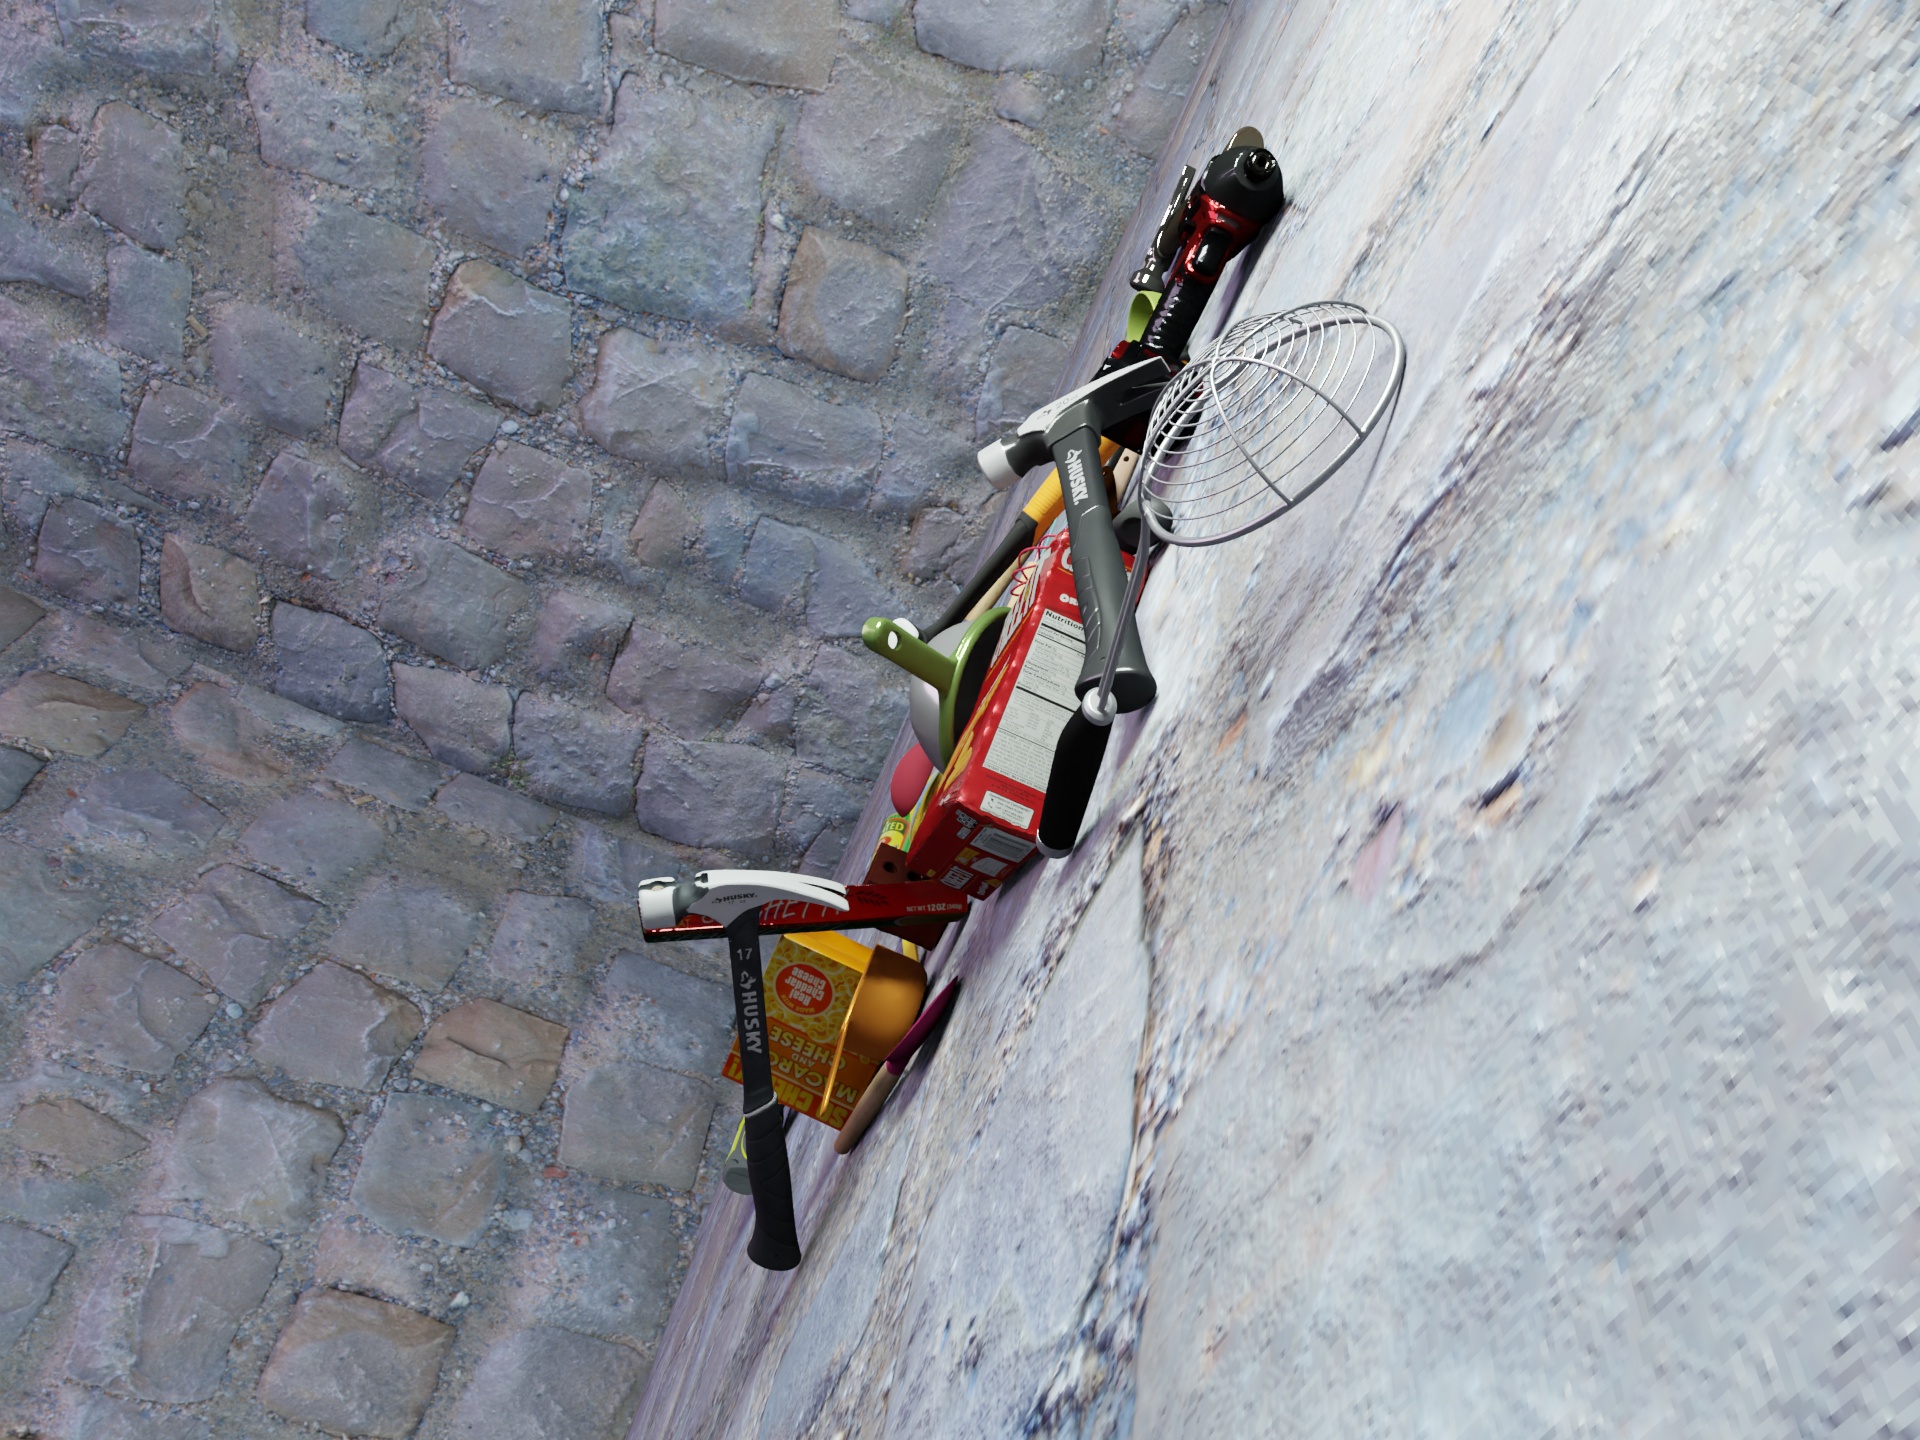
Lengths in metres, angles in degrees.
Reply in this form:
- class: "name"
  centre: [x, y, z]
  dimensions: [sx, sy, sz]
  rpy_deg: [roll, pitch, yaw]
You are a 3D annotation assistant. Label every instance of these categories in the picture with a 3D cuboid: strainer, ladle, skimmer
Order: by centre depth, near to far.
- class: "skimmer"
  centre: [0.108, -0.040, 0.767]
  dimensions: [0.363, 0.090, 0.127]
  rpy_deg: [102, -179, -48]
- class: "strainer"
  centre: [-0.022, -0.029, 1.172]
  dimensions: [0.256, 0.069, 0.151]
  rpy_deg: [31, -108, -58]
- class: "ladle"
  centre: [0.090, -0.220, 1.351]
  dimensions: [0.320, 0.062, 0.078]
  rpy_deg: [-55, 18, 3]
- class: "ladle"
  centre: [-0.002, -0.004, 1.387]
  dimensions: [0.069, 0.031, 0.315]
  rpy_deg: [-56, -1, 30]

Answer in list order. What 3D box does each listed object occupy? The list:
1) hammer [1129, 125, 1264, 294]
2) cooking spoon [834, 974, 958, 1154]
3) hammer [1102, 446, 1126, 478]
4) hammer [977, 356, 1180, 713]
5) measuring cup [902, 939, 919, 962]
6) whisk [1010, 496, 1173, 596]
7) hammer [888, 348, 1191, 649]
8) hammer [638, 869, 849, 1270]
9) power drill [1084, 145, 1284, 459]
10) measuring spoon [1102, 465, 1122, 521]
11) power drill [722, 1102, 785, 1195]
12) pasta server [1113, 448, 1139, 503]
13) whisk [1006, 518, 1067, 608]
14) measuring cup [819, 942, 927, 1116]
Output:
- class: "hammer"
  centre: [0.243, -0.525, 1.575]
  dimensions: [0.411, 0.038, 0.146]
  rpy_deg: [-118, 53, -84]
- class: "cooking spoon"
  centre: [-0.056, 0.273, 1.212]
  dimensions: [0.069, 0.017, 0.318]
  rpy_deg: [-46, -10, -36]
- class: "hammer"
  centre: [0.104, -0.160, 1.400]
  dimensions: [0.128, 0.033, 0.331]
  rpy_deg: [179, 114, -86]
- class: "hammer"
  centre: [0.086, -0.116, 0.978]
  dimensions: [0.146, 0.035, 0.335]
  rpy_deg: [-28, 33, 18]
- class: "measuring cup"
  centre: [-0.036, 0.192, 1.433]
  dimensions: [0.157, 0.029, 0.062]
  rpy_deg: [-103, 34, -62]
- class: "whisk"
  centre: [0.094, -0.117, 1.152]
  dimensions: [0.296, 0.073, 0.073]
  rpy_deg: [156, 137, -76]
- class: "hammer"
  centre: [0.070, -0.168, 1.288]
  dimensions: [0.337, 0.034, 0.127]
  rpy_deg: [-50, -24, 5]
- class: "hammer"
  centre: [-0.153, 0.284, 1.245]
  dimensions: [0.036, 0.149, 0.408]
  rpy_deg: [-109, 15, -57]
- class: "power drill"
  centre: [0.167, -0.309, 1.155]
  dimensions: [0.220, 0.078, 0.143]
  rpy_deg: [-65, 5, -4]
- class: "measuring spoon"
  centre: [0.124, -0.182, 1.308]
  dimensions: [0.021, 0.011, 0.117]
  rpy_deg: [-44, 23, 22]
- class: "power drill"
  centre: [-0.245, 0.488, 2.091]
  dimensions: [0.171, 0.080, 0.223]
  rpy_deg: [-75, 6, -62]
- class: "pasta server"
  centre: [0.081, -0.094, 1.319]
  dimensions: [0.316, 0.060, 0.040]
  rpy_deg: [-65, -18, -12]
- class: "whisk"
  centre: [0.084, -0.162, 1.489]
  dimensions: [0.051, 0.047, 0.245]
  rpy_deg: [92, -158, -73]
- class: "measuring cup"
  centre: [-0.068, 0.251, 1.241]
  dimensions: [0.174, 0.052, 0.095]
  rpy_deg: [-73, 6, -56]
